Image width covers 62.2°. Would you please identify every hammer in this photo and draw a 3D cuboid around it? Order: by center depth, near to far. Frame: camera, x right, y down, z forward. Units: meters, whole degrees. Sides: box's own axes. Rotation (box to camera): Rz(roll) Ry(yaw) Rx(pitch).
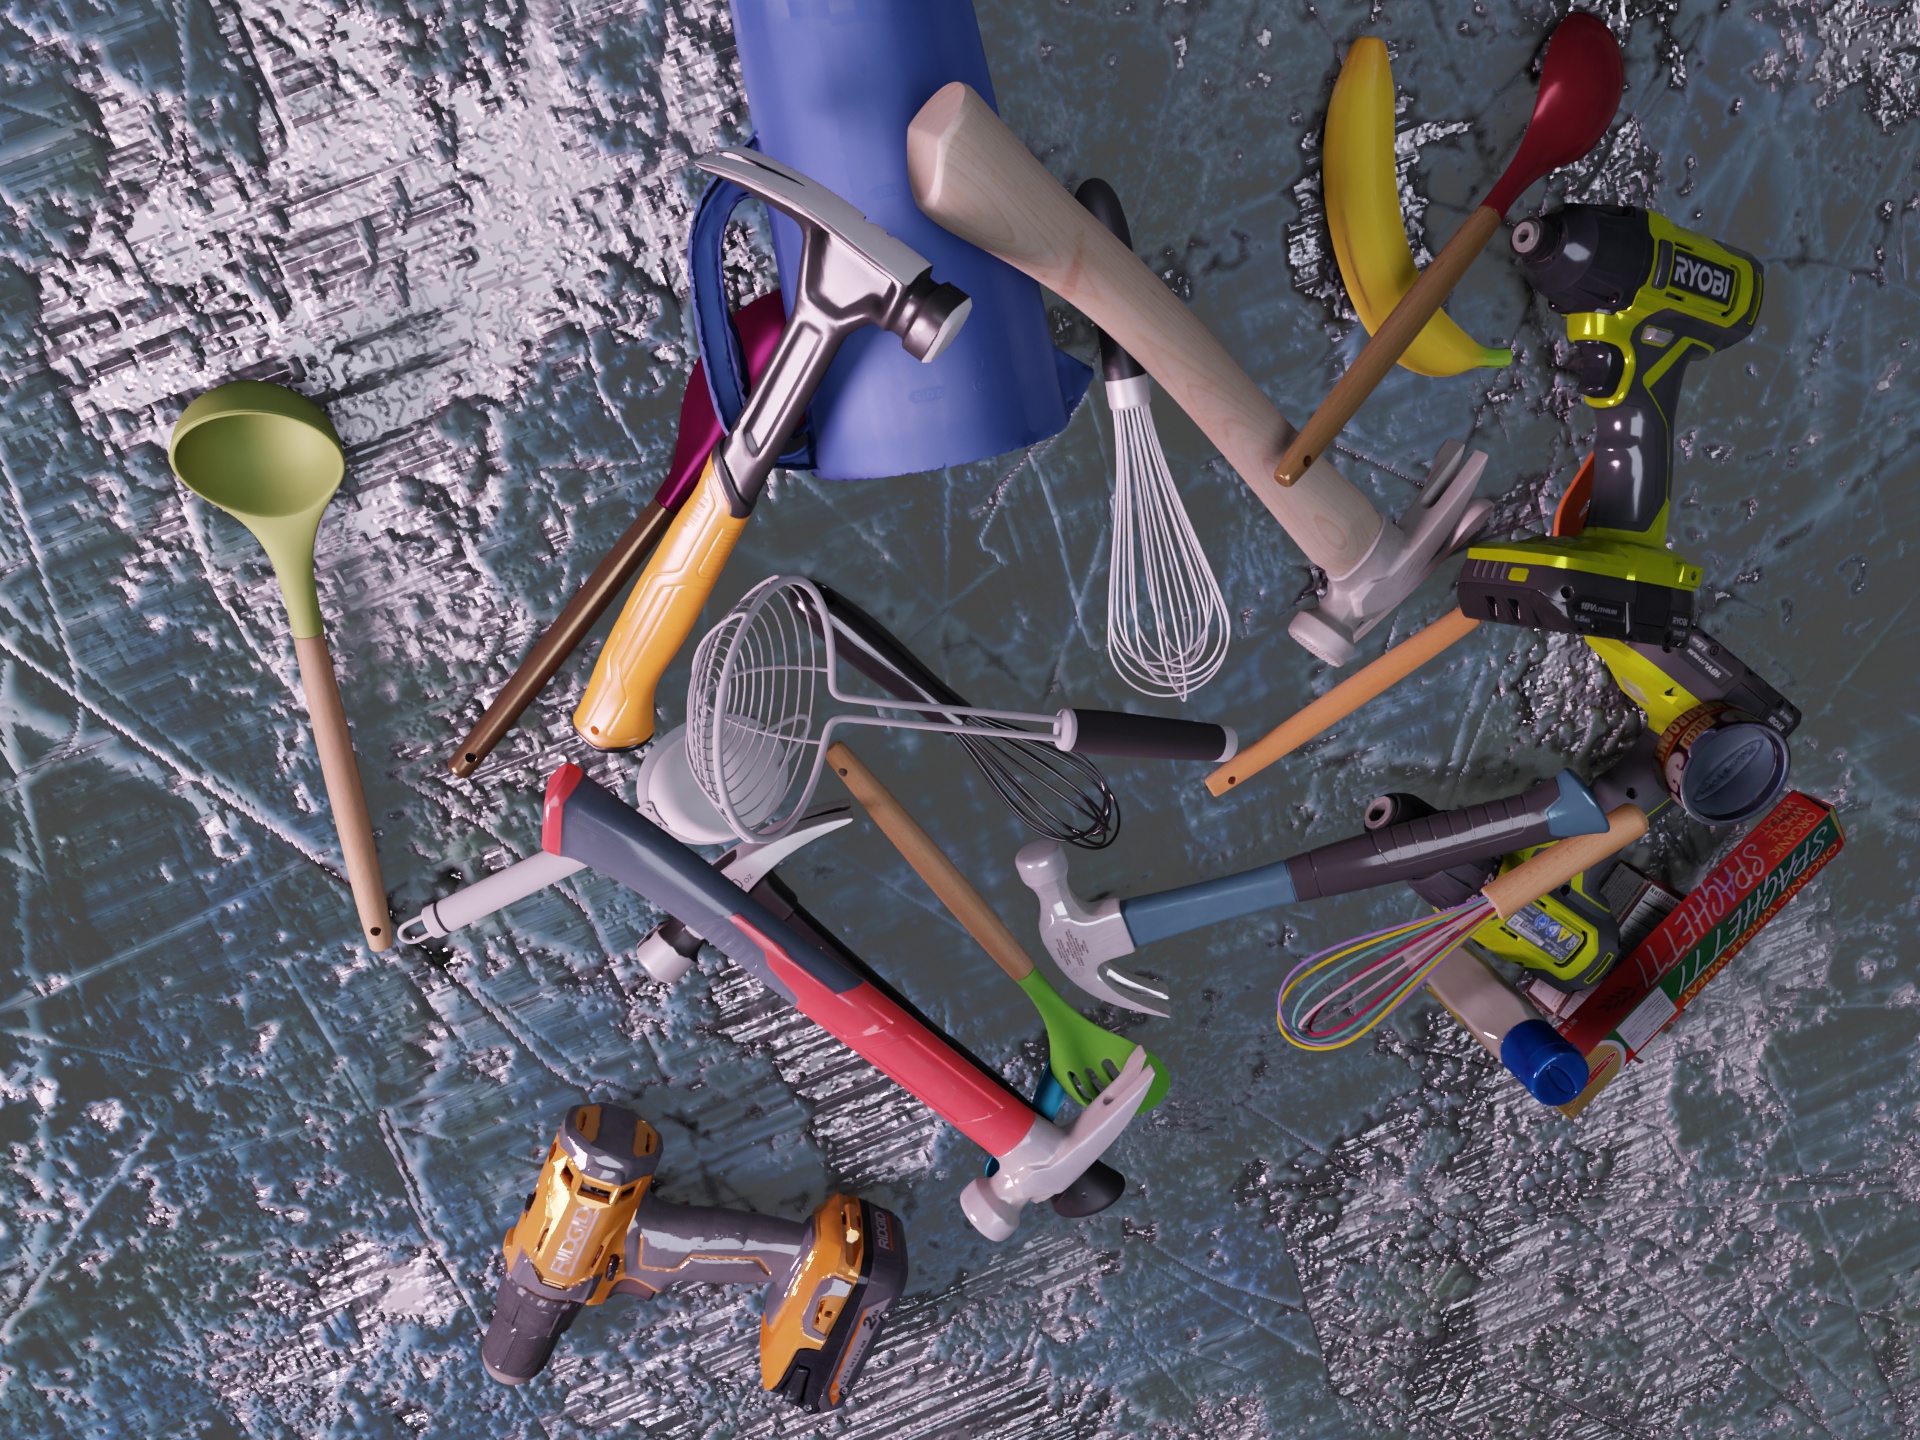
[{"bbox_3d":[-0.125,-0.103,0.762,0.127,0.034,0.336,36,128,0],"label":"hammer"},{"bbox_3d":[0.127,-0.174,0.787,0.410,0.038,0.146,33,96,-41],"label":"hammer"},{"bbox_3d":[-0.064,0.140,0.884,0.386,0.038,0.143,41,98,-20],"label":"hammer"},{"bbox_3d":[0.208,0.089,0.933,0.331,0.033,0.128,-16,113,11],"label":"hammer"},{"bbox_3d":[-0.021,0.188,0.952,0.146,0.035,0.334,-45,107,6],"label":"hammer"}]

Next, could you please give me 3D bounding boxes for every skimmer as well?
[{"bbox_3d":[0.022,0.004,0.822,0.363,0.090,0.127,5,93,-33],"label":"skimmer"}]

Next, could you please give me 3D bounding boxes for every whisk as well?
[{"bbox_3d":[0.096,-0.145,0.856,0.070,0.070,0.284,-14,107,-6],"label":"whisk"},{"bbox_3d":[-0.001,-0.004,0.895,0.238,0.055,0.055,38,98,-17],"label":"whisk"},{"bbox_3d":[0.296,0.123,0.934,0.245,0.047,0.051,-32,109,4],"label":"whisk"}]

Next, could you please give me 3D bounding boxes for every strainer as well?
[{"bbox_3d":[-0.195,0.068,0.883,0.258,0.050,0.086,-26,127,2],"label":"strainer"}]

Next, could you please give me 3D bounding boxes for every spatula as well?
[{"bbox_3d":[0.281,-0.053,0.947,0.322,0.041,0.081,-34,114,6],"label":"spatula"}]

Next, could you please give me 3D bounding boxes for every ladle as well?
[{"bbox_3d":[-0.330,-0.015,0.815,0.078,0.062,0.320,-7,113,-9],"label":"ladle"},{"bbox_3d":[0.255,-0.241,0.816,0.315,0.031,0.069,-52,127,-9],"label":"ladle"}]

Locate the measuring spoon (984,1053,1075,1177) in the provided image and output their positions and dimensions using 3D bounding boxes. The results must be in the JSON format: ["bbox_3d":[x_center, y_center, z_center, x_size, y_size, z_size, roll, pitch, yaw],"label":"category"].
[{"bbox_3d":[0.050,0.244,1.012,0.042,0.021,0.128,21,95,-15],"label":"measuring spoon"}]

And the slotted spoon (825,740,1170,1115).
[{"bbox_3d":[0.021,0.132,0.945,0.070,0.031,0.313,-29,109,32],"label":"slotted spoon"}]

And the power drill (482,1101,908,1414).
[{"bbox_3d":[-0.168,0.347,0.969,0.226,0.084,0.185,23,104,-14],"label":"power drill"}]

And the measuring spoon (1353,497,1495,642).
[{"bbox_3d":[0.261,-0.086,0.932,0.124,0.034,0.018,-45,72,12],"label":"measuring spoon"}]

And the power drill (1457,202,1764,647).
[{"bbox_3d":[0.345,-0.158,0.858,0.171,0.080,0.223,5,96,-32],"label":"power drill"}]

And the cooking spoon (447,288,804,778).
[{"bbox_3d":[-0.171,-0.093,0.839,0.068,0.017,0.319,37,98,-21],"label":"cooking spoon"}]

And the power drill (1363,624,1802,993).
[{"bbox_3d":[0.373,0.040,0.971,0.190,0.080,0.228,33,103,-20],"label":"power drill"}]
